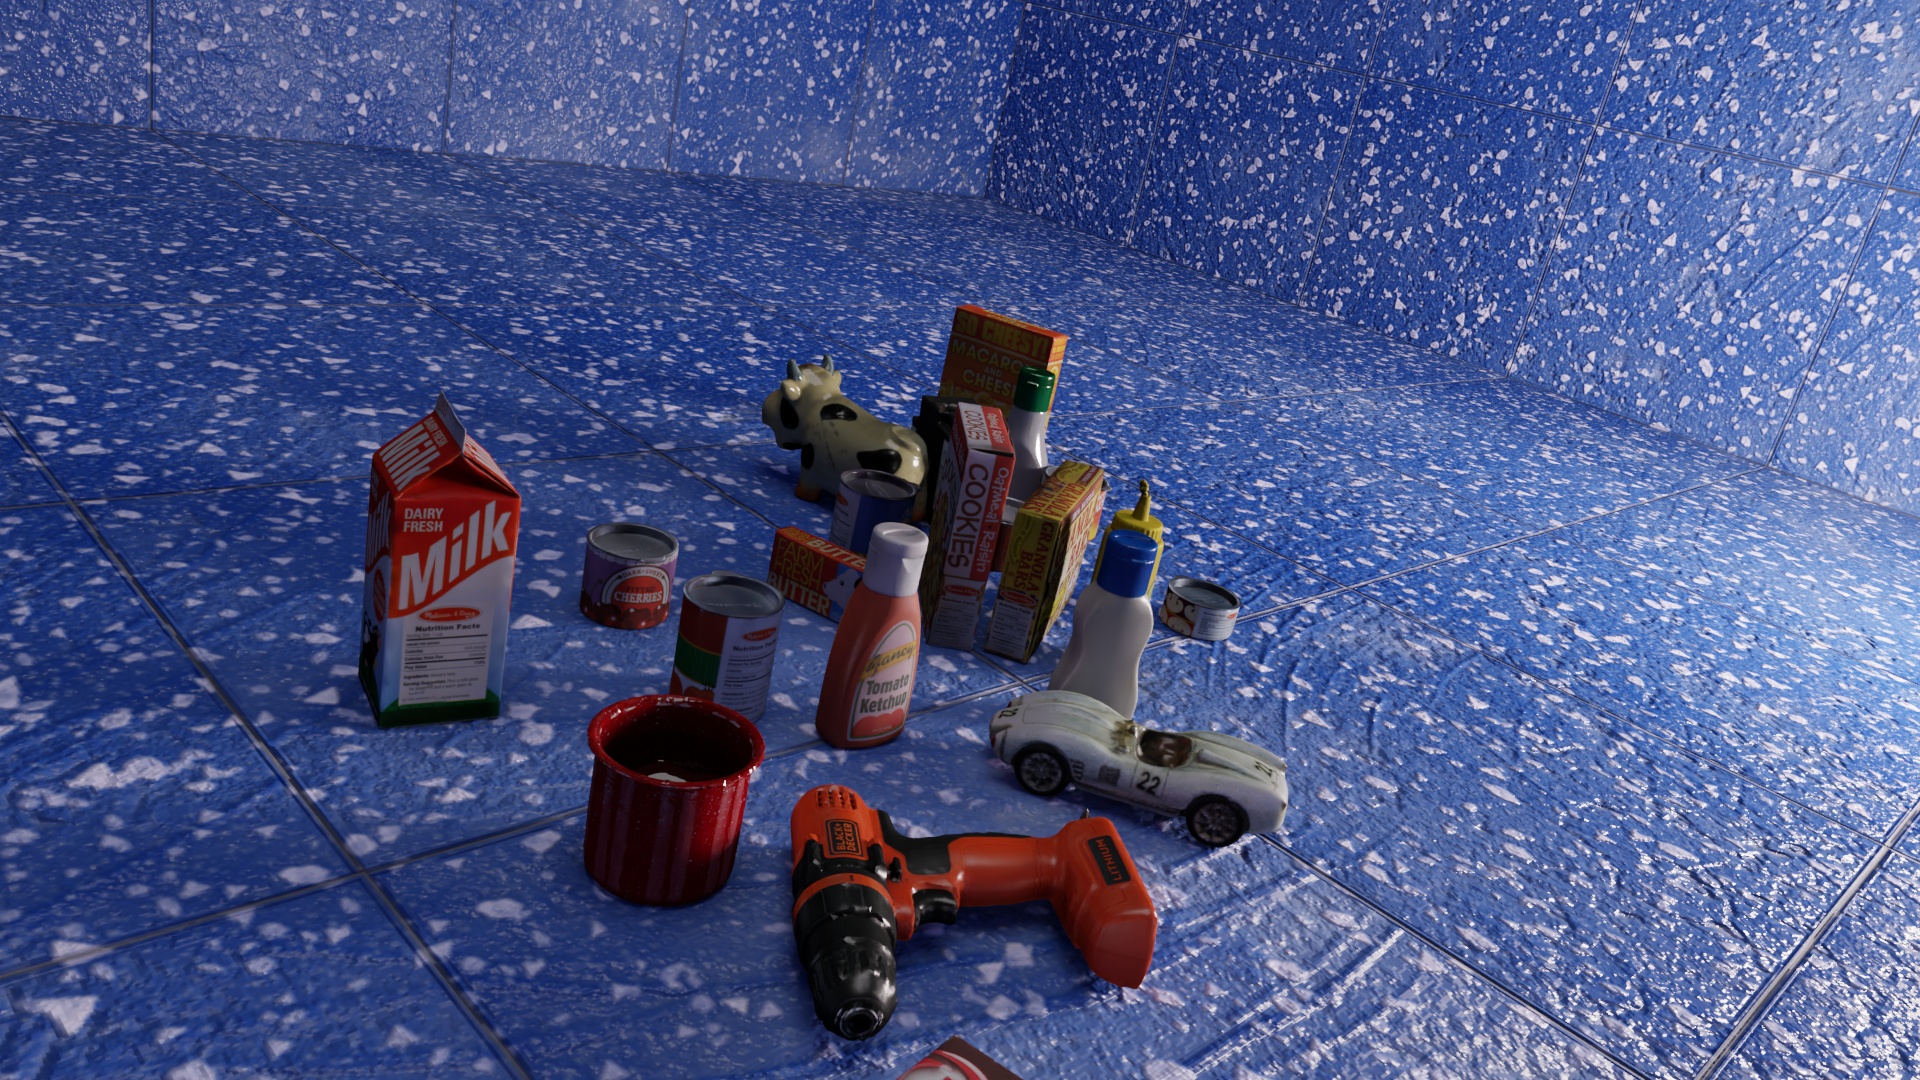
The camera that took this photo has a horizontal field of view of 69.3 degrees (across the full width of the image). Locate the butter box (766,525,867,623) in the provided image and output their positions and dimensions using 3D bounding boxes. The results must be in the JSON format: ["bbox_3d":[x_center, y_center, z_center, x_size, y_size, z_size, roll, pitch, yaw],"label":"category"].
[{"bbox_3d":[-0.106,0.030,1.098,0.103,0.053,0.024,24,23,27],"label":"butter box"}]

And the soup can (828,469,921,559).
[{"bbox_3d":[-0.074,-0.010,1.177,0.071,0.083,0.071,11,20,-4],"label":"soup can"}]

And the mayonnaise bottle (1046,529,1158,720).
[{"bbox_3d":[0.107,0.066,0.996,0.065,0.147,0.041,7,21,-15],"label":"mayonnaise bottle"}]

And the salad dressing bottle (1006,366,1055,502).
[{"bbox_3d":[0.063,-0.100,1.400,0.064,0.147,0.044,17,21,12],"label":"salad dressing bottle"}]

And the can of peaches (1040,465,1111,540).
[{"bbox_3d":[0.111,-0.036,1.388,0.071,0.057,0.071,11,21,-4],"label":"can of peaches"}]

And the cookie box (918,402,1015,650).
[{"bbox_3d":[0.004,-0.014,1.115,0.040,0.166,0.123,10,21,-8],"label":"cookie box"}]

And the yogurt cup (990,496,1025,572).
[{"bbox_3d":[0.037,-0.006,1.272,0.072,0.053,0.072,11,21,-4],"label":"yogurt cup"}]

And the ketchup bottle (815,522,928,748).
[{"bbox_3d":[-0.054,0.062,0.912,0.065,0.148,0.043,-7,28,-43],"label":"ketchup bottle"}]

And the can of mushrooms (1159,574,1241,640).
[{"bbox_3d":[0.211,0.059,1.234,0.071,0.033,0.071,11,21,-4],"label":"can of mushrooms"}]

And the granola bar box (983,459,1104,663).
[{"bbox_3d":[0.072,0.013,1.145,0.039,0.123,0.166,17,21,12],"label":"granola bar box"}]

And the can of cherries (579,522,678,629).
[{"bbox_3d":[-0.243,0.027,1.021,0.071,0.058,0.072,11,21,-4],"label":"can of cherries"}]

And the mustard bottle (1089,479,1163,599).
[{"bbox_3d":[0.128,0.029,1.086,0.049,0.159,0.065,15,20,6],"label":"mustard bottle"}]

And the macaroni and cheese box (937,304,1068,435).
[{"bbox_3d":[0.038,-0.160,1.514,0.124,0.165,0.040,22,22,23],"label":"macaroni and cheese box"}]

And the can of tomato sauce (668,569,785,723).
[{"bbox_3d":[-0.157,0.072,0.921,0.071,0.082,0.071,11,20,-4],"label":"can of tomato sauce"}]

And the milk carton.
[{"bbox_3d":[-0.314,0.011,0.836,0.073,0.189,0.072,-1,24,-33],"label":"milk carton"}]
